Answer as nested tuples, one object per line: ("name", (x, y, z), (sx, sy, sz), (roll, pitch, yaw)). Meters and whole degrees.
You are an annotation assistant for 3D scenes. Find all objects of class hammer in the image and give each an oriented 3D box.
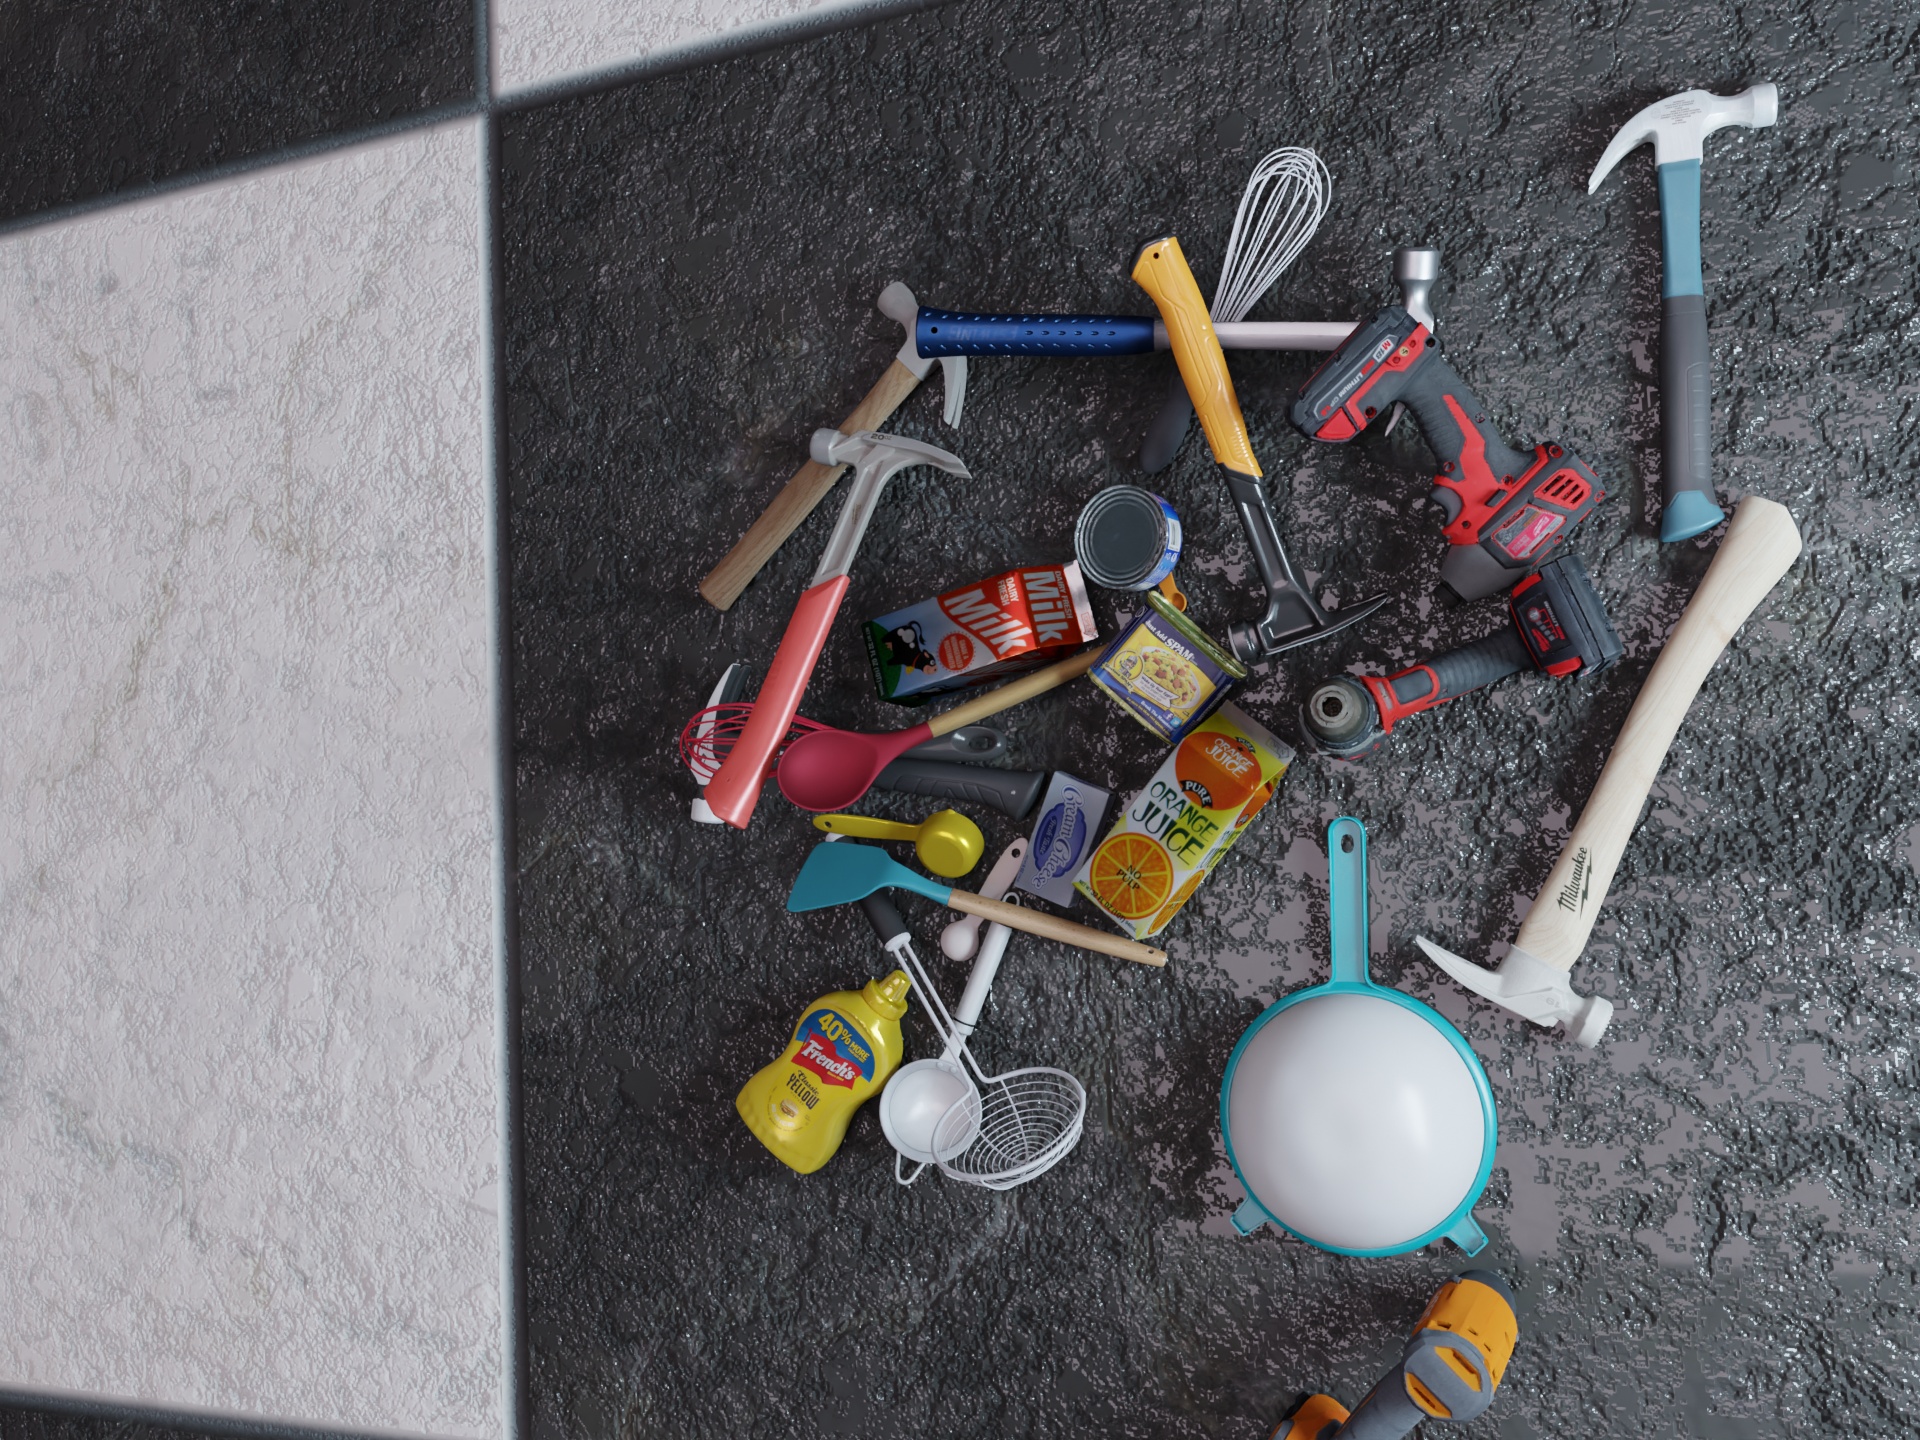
("hammer", (0.485, 0.025, 1.165), (0.146, 0.038, 0.410), (26, 96, 16))
("hammer", (-0.119, -0.227, 1.431), (0.331, 0.031, 0.130), (-47, 71, 13))
("hammer", (0.217, -0.218, 1.236), (0.127, 0.034, 0.337), (-20, 100, 20))
("hammer", (0.165, -0.301, 1.265), (0.405, 0.035, 0.144), (3, 103, 11))
("hammer", (-0.084, 0.037, 1.400), (0.335, 0.035, 0.146), (7, 90, 22))
("hammer", (0.534, -0.297, 1.171), (0.128, 0.033, 0.331), (-1, 86, 21))
("hammer", (-0.119, -0.077, 1.337), (0.149, 0.036, 0.359), (16, 77, 25))

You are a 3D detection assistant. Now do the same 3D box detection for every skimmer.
("skimmer", (-0.025, 0.218, 1.300), (0.127, 0.090, 0.364), (-27, 60, -11))

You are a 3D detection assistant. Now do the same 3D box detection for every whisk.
("whisk", (0.216, -0.330, 1.291), (0.070, 0.070, 0.284), (31, 103, 21))
("whisk", (-0.105, 0.018, 1.361), (0.296, 0.073, 0.073), (0, 87, 15))

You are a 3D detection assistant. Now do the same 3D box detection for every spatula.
("spatula", (0.015, 0.160, 1.326), (0.317, 0.082, 0.044), (16, 134, 7))

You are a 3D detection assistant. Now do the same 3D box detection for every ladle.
("ladle", (-0.002, -0.004, 1.314), (0.315, 0.031, 0.069), (-23, 80, -5))

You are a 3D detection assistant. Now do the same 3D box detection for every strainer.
("strainer", (0.000, 0.267, 1.350), (0.087, 0.050, 0.258), (22, 89, 4))
("strainer", (0.291, 0.244, 1.204), (0.211, 0.095, 0.340), (-2, 88, 22))

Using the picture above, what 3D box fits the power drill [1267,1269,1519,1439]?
("power drill", (0.317, 0.493, 1.160), (0.084, 0.164, 0.226), (44, 115, 18))

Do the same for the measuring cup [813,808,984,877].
("measuring cup", (-0.058, 0.103, 1.366), (0.156, 0.029, 0.062), (6, 125, 16))

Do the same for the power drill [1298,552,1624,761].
("power drill", (0.351, -0.036, 1.150), (0.226, 0.187, 0.080), (-25, 79, 15))

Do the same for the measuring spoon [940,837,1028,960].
("measuring spoon", (0.021, 0.152, 1.359), (0.034, 0.018, 0.124), (35, 99, 20))

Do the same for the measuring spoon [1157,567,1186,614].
("measuring spoon", (0.163, -0.141, 1.325), (0.021, 0.011, 0.117), (-28, 73, 29))

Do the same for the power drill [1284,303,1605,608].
("power drill", (0.354, -0.194, 1.191), (0.219, 0.078, 0.143), (42, 108, -1))
